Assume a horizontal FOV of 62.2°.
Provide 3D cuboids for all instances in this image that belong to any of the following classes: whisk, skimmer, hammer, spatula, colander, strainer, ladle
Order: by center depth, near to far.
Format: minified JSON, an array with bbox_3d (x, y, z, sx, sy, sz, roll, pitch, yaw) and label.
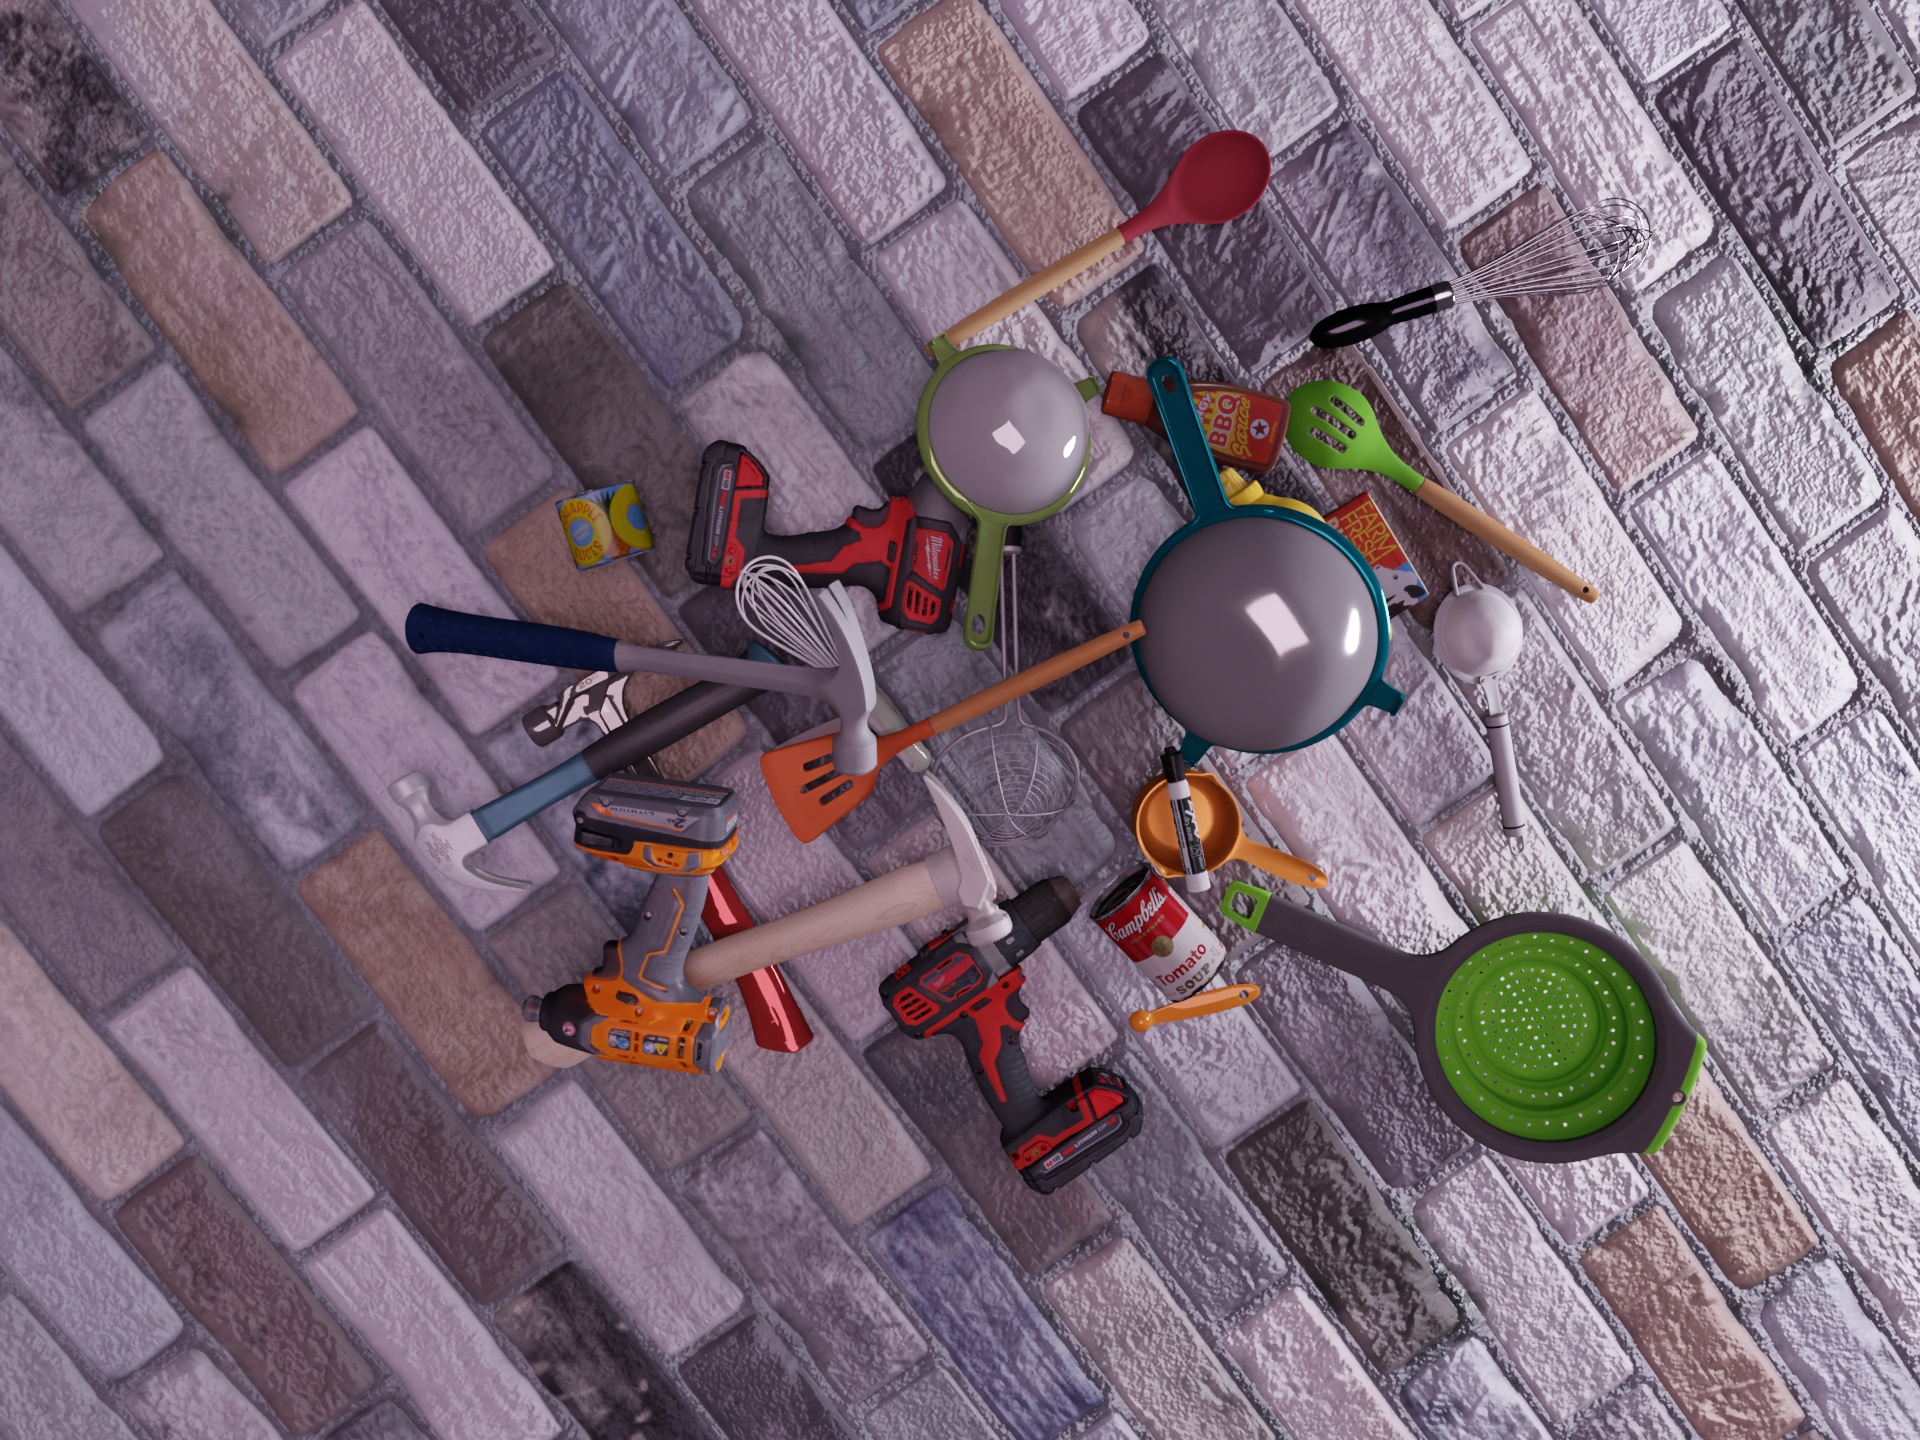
[{"bbox_3d":[-0.254,-0.055,1.232,0.405,0.035,0.144,8,116,19],"label":"hammer"},{"bbox_3d":[0.038,-0.183,1.246,0.151,0.069,0.256,12,77,-19],"label":"strainer"},{"bbox_3d":[0.206,-0.117,1.247,0.211,0.095,0.340,-16,104,25],"label":"strainer"},{"bbox_3d":[-0.002,-0.004,1.258,0.322,0.041,0.081,-25,93,11],"label":"spatula"},{"bbox_3d":[-0.097,-0.038,1.272,0.059,0.058,0.246,-54,125,-19],"label":"whisk"},{"bbox_3d":[-0.288,0.029,1.285,0.331,0.033,0.128,-29,95,1],"label":"hammer"},{"bbox_3d":[0.108,-0.380,1.293,0.315,0.031,0.069,-30,94,3],"label":"ladle"},{"bbox_3d":[0.423,-0.357,1.297,0.284,0.070,0.070,-17,97,4],"label":"whisk"},{"bbox_3d":[-0.173,0.179,1.299,0.410,0.038,0.146,-22,96,6],"label":"hammer"},{"bbox_3d":[0.034,-0.076,1.323,0.127,0.090,0.363,0,86,-8],"label":"skimmer"},{"bbox_3d":[-0.214,0.115,1.331,0.149,0.037,0.359,-29,96,1],"label":"hammer"},{"bbox_3d":[0.454,-0.008,1.344,0.087,0.050,0.258,-15,100,-15],"label":"strainer"},{"bbox_3d":[0.412,0.227,1.353,0.397,0.094,0.204,23,96,13],"label":"colander"}]

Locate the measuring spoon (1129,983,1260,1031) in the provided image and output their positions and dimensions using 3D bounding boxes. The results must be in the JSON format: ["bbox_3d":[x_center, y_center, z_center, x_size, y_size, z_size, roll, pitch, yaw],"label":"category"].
[{"bbox_3d":[0.203,0.248,1.374,0.117,0.011,0.021,-15,97,-1],"label":"measuring spoon"}]

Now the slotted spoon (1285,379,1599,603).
[{"bbox_3d":[0.405,-0.185,1.328,0.313,0.031,0.070,31,94,-7],"label":"slotted spoon"}]

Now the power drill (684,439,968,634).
[{"bbox_3d":[-0.103,-0.157,1.287,0.219,0.078,0.143,10,96,-6],"label":"power drill"}]

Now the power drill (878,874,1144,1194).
[{"bbox_3d":[0.065,0.259,1.341,0.188,0.080,0.226,-35,94,1],"label":"power drill"}]

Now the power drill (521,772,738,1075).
[{"bbox_3d":[-0.258,0.161,1.246,0.164,0.084,0.226,7,102,3],"label":"power drill"}]

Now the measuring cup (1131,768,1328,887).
[{"bbox_3d":[0.226,0.100,1.340,0.173,0.052,0.095,23,95,-7],"label":"measuring cup"}]

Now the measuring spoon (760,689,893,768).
[{"bbox_3d":[-0.113,0.013,1.331,0.124,0.018,0.034,-28,97,1],"label":"measuring spoon"}]
